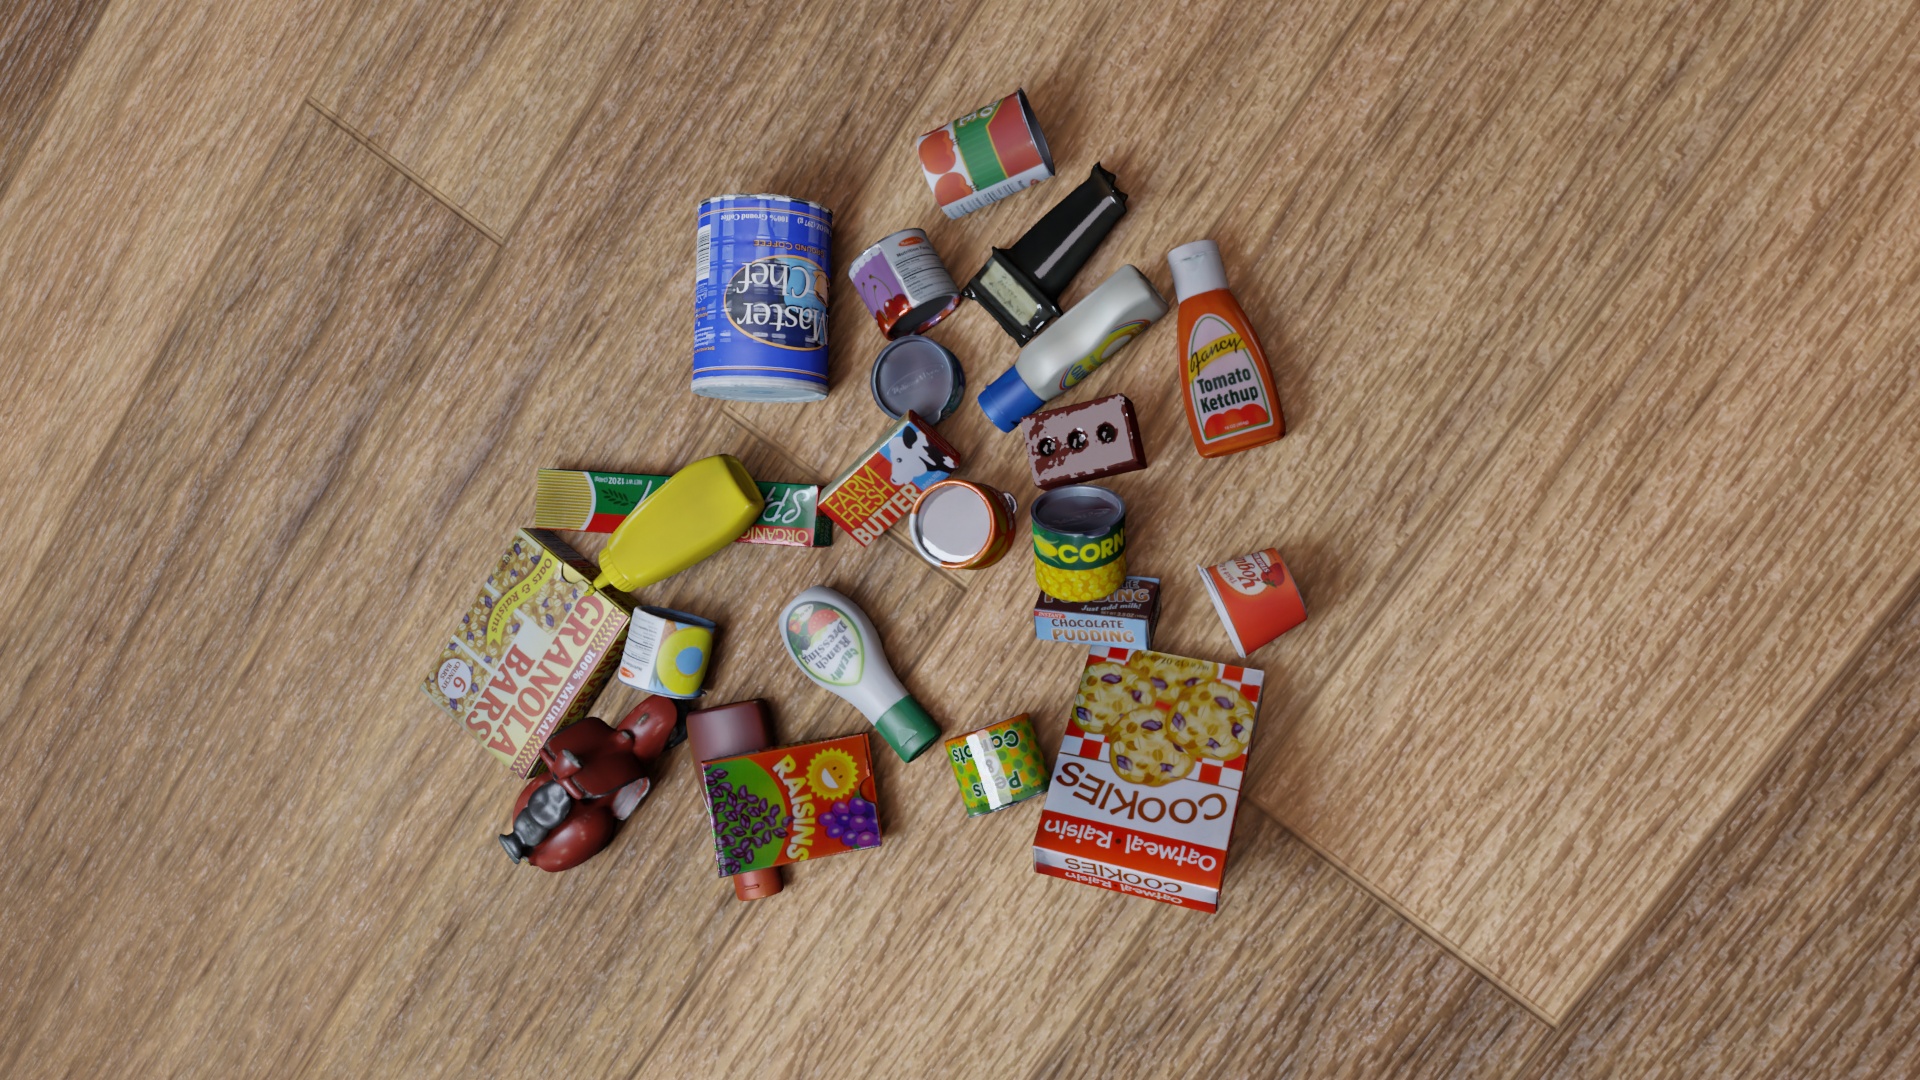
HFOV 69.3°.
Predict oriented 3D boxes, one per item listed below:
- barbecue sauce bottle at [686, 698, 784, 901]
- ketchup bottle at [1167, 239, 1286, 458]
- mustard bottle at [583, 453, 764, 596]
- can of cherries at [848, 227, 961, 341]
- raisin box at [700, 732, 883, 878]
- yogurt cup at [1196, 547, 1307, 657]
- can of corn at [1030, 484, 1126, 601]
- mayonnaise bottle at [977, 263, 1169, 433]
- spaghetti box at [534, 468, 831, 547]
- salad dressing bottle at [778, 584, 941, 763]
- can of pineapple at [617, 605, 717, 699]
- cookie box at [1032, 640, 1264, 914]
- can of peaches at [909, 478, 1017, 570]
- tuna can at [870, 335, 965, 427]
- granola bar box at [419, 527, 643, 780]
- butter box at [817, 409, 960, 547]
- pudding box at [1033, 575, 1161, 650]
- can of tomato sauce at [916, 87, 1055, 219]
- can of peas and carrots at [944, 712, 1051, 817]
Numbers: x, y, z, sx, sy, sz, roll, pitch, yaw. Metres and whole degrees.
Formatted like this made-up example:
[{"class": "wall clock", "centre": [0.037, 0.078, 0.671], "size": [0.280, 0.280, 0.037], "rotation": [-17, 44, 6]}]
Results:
[{"class": "barbecue sauce bottle", "centre": [-0.167, 0.199, 1.069], "size": [0.065, 0.043, 0.148], "rotation": [-12, 85, 8]}, {"class": "ketchup bottle", "centre": [0.181, -0.136, 0.978], "size": [0.064, 0.043, 0.149], "rotation": [-15, 83, 16]}, {"class": "mustard bottle", "centre": [-0.226, -0.003, 1.059], "size": [0.160, 0.049, 0.065], "rotation": [-33, 82, 14]}, {"class": "can of cherries", "centre": [-0.042, -0.189, 1.036], "size": [0.071, 0.071, 0.058], "rotation": [-32, 81, 13]}, {"class": "raisin box", "centre": [-0.125, 0.194, 1.032], "size": [0.123, 0.040, 0.086], "rotation": [-8, 85, -13]}, {"class": "yogurt cup", "centre": [0.203, 0.040, 0.956], "size": [0.054, 0.072, 0.072], "rotation": [-25, 82, 6]}, {"class": "can of corn", "centre": [0.085, 0.003, 0.978], "size": [0.071, 0.071, 0.058], "rotation": [5, 124, 17]}, {"class": "mayonnaise bottle", "centre": [0.079, -0.136, 1.000], "size": [0.148, 0.065, 0.041], "rotation": [-39, 74, 16]}, {"class": "spaghetti box", "centre": [-0.222, -0.026, 1.100], "size": [0.250, 0.029, 0.050], "rotation": [4, 90, 17]}, {"class": "salad dressing bottle", "centre": [-0.074, 0.101, 1.045], "size": [0.064, 0.044, 0.148], "rotation": [-45, 77, 9]}, {"class": "can of pineapple", "centre": [-0.226, 0.086, 1.080], "size": [0.071, 0.071, 0.058], "rotation": [15, 92, 16]}, {"class": "cookie box", "centre": [0.129, 0.156, 0.939], "size": [0.123, 0.040, 0.168], "rotation": [10, 54, 16]}, {"class": "can of peaches", "centre": [0.004, -0.013, 1.018], "size": [0.071, 0.058, 0.071], "rotation": [0, 88, 17]}, {"class": "tuna can", "centre": [-0.030, -0.117, 1.045], "size": [0.071, 0.033, 0.071], "rotation": [0, 88, 17]}, {"class": "granola bar box", "centre": [-0.346, 0.091, 1.127], "size": [0.124, 0.039, 0.165], "rotation": [36, 98, 14]}, {"class": "butter box", "centre": [-0.054, -0.045, 1.034], "size": [0.053, 0.024, 0.103], "rotation": [42, 114, -17]}, {"class": "pudding box", "centre": [0.099, 0.049, 0.991], "size": [0.084, 0.050, 0.030], "rotation": [5, 127, 17]}, {"class": "can of tomato sauce", "centre": [0.018, -0.284, 1.019], "size": [0.083, 0.071, 0.071], "rotation": [-21, 83, 16]}, {"class": "can of peas and carrots", "centre": [0.027, 0.161, 0.999], "size": [0.071, 0.071, 0.059], "rotation": [-22, 82, 15]}]
